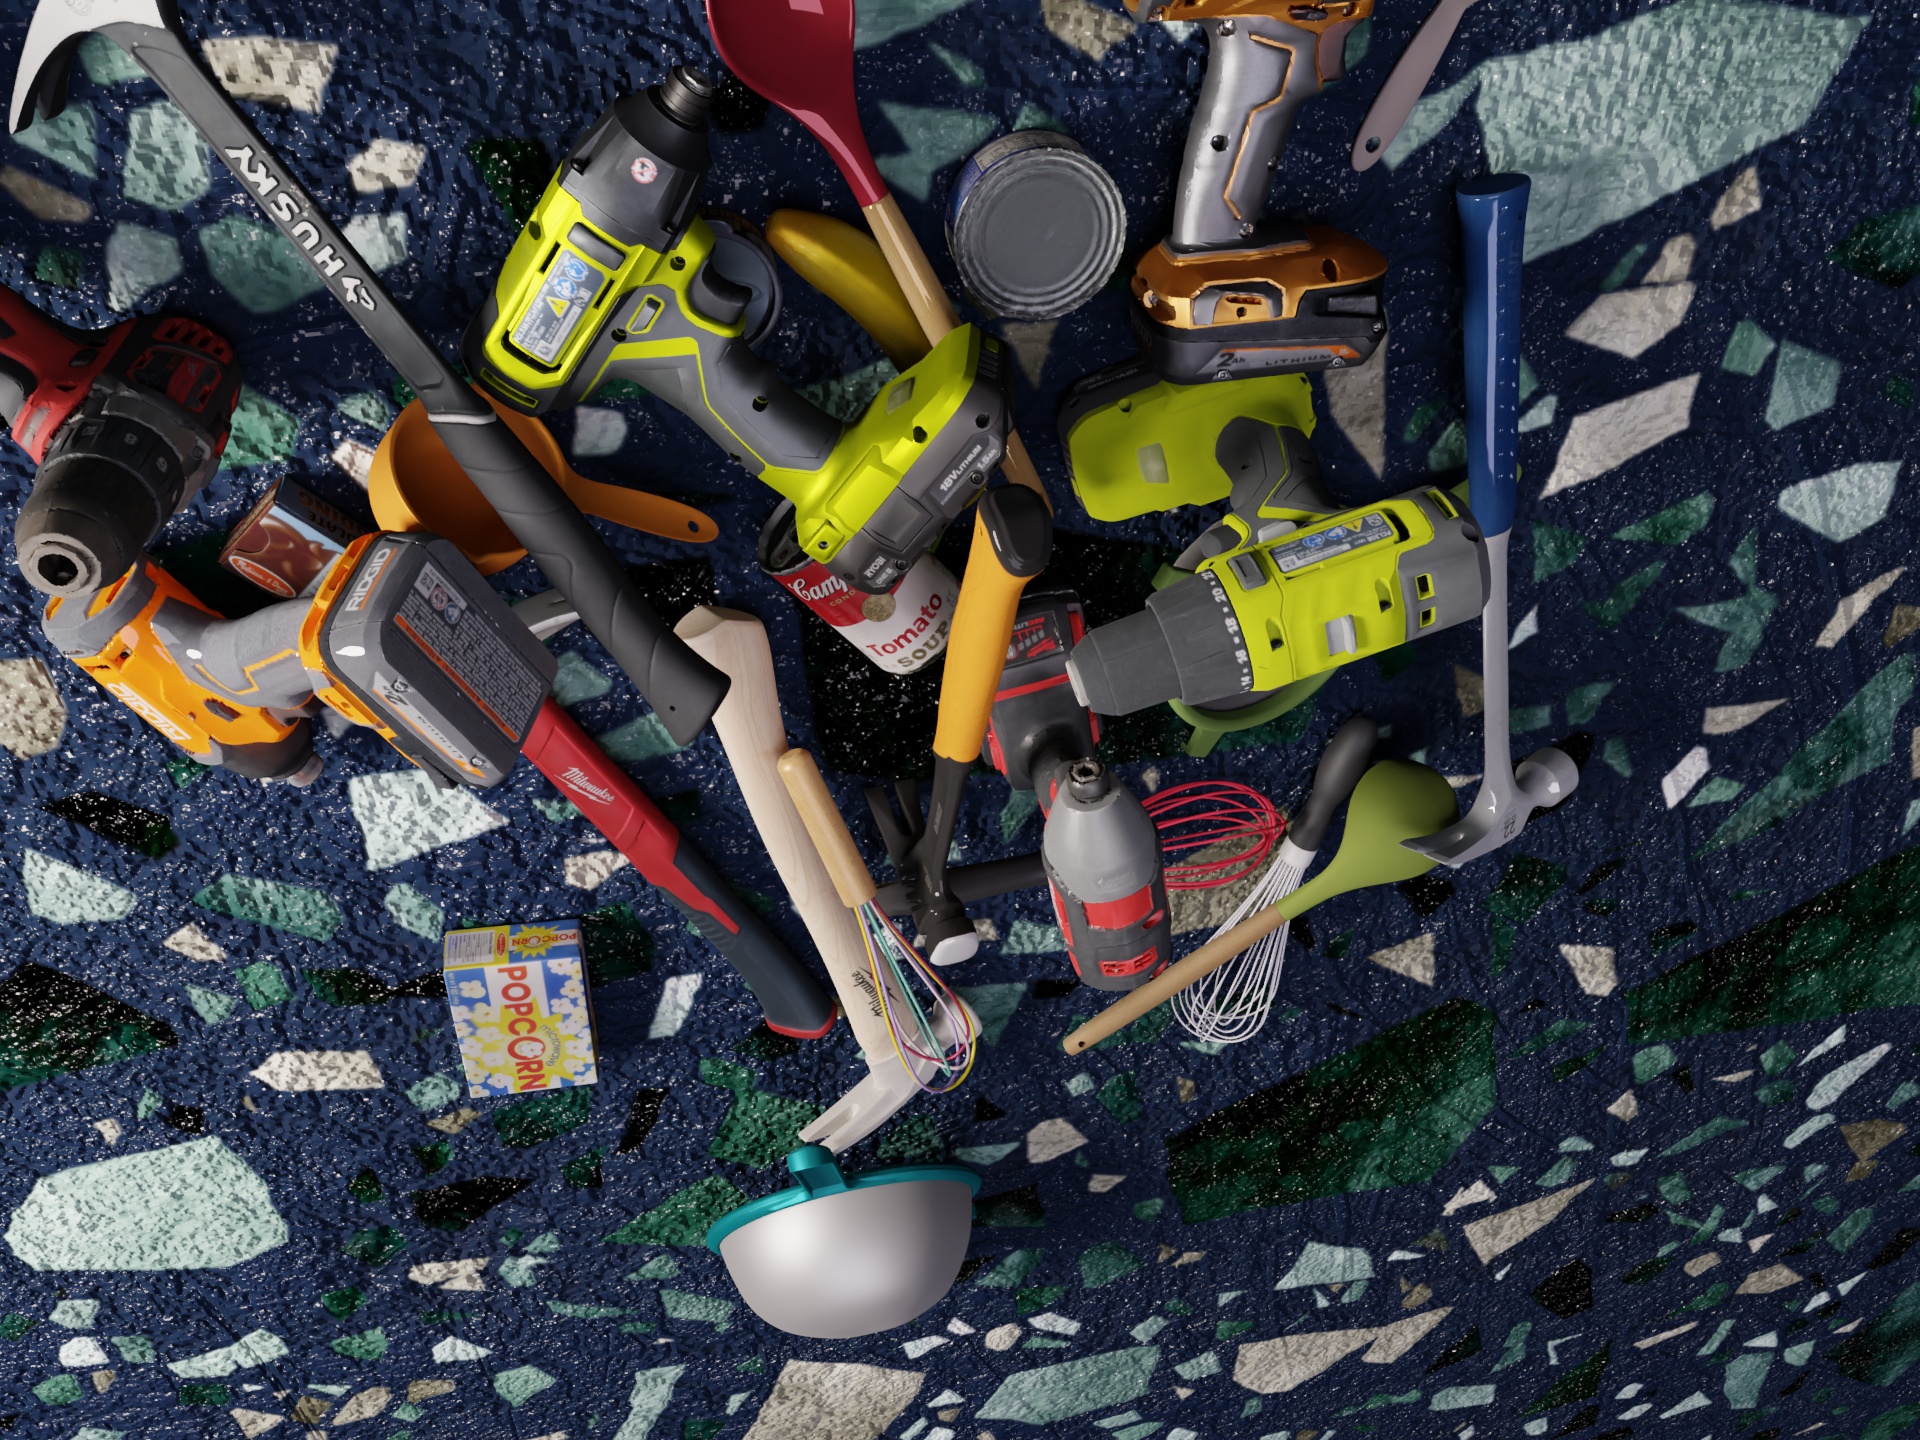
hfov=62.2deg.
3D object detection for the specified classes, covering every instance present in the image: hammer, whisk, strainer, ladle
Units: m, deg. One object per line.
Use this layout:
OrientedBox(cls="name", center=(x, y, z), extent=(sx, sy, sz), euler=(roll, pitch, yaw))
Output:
OrientedBox(cls="hammer", center=(-0.098, 0.106, 0.992), extent=(0.146, 0.038, 0.410), euler=(-38, 131, -23))
OrientedBox(cls="hammer", center=(0.301, -0.097, 0.904), extent=(0.144, 0.035, 0.405), euler=(-30, 124, -29))
OrientedBox(cls="whisk", center=(0.073, 0.090, 1.019), extent=(0.295, 0.073, 0.073), euler=(-10, 130, -13))
OrientedBox(cls="strainer", center=(0.208, -0.099, 0.927), extent=(0.256, 0.069, 0.151), euler=(-31, 137, -12))
OrientedBox(cls="strainer", center=(-0.081, 0.378, 1.129), extent=(0.211, 0.095, 0.340), euler=(-13, 154, -4))
OrientedBox(cls="ladle", center=(0.193, 0.134, 1.067), extent=(0.320, 0.062, 0.078), euler=(-38, 110, 23))
OrientedBox(cls="hammer", center=(-0.001, -0.003, 0.846), extent=(0.034, 0.127, 0.336), euler=(-12, 146, -18))
OrientedBox(cls="hammer", center=(-0.235, -0.147, 0.694), extent=(0.149, 0.036, 0.408), euler=(-22, 116, 29))
OrientedBox(cls="ladle", center=(-0.026, -0.222, 0.747), extent=(0.069, 0.031, 0.315), euler=(-36, 119, -10))
OrientedBox(cls="whisk", center=(0.219, 0.115, 1.101), extent=(0.070, 0.070, 0.284), euler=(9, 120, -21))
OrientedBox(cls="whisk", center=(-0.049, 0.122, 0.957), extent=(0.047, 0.051, 0.244), euler=(-24, 110, 1))
OrientedBox(cls="hammer", center=(-0.170, 0.076, 0.979), extent=(0.143, 0.038, 0.385), euler=(-29, 129, 8))

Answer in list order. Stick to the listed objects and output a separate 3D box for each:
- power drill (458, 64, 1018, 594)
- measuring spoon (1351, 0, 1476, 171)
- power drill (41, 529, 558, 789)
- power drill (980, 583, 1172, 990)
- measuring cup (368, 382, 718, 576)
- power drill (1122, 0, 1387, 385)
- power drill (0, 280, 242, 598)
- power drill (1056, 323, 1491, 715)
OrientedBox(cls="power drill", center=(-0.090, -0.169, 0.719), extent=(0.223, 0.080, 0.171), euler=(31, 125, -20))
OrientedBox(cls="measuring spoon", center=(0.228, -0.322, 0.771), extent=(0.034, 0.018, 0.124), euler=(14, 124, -24))
OrientedBox(cls="power drill", center=(-0.318, -0.018, 0.790), extent=(0.226, 0.084, 0.164), euler=(-1, 144, 26))
OrientedBox(cls="power drill", center=(0.058, 0.027, 0.877), extent=(0.078, 0.220, 0.143), euler=(-16, 130, -2))
OrientedBox(cls="measuring cup", center=(-0.209, -0.107, 0.799), extent=(0.173, 0.095, 0.052), euler=(11, 159, -37))
OrientedBox(cls="power drill", center=(0.166, -0.283, 0.748), extent=(0.185, 0.084, 0.226), euler=(-8, 125, -6))
OrientedBox(cls="power drill", center=(-0.417, -0.147, 0.642), extent=(0.226, 0.188, 0.080), euler=(29, 118, -27))
OrientedBox(cls="power drill", center=(0.126, -0.097, 0.787), extent=(0.190, 0.229, 0.080), euler=(-19, 130, 1))
